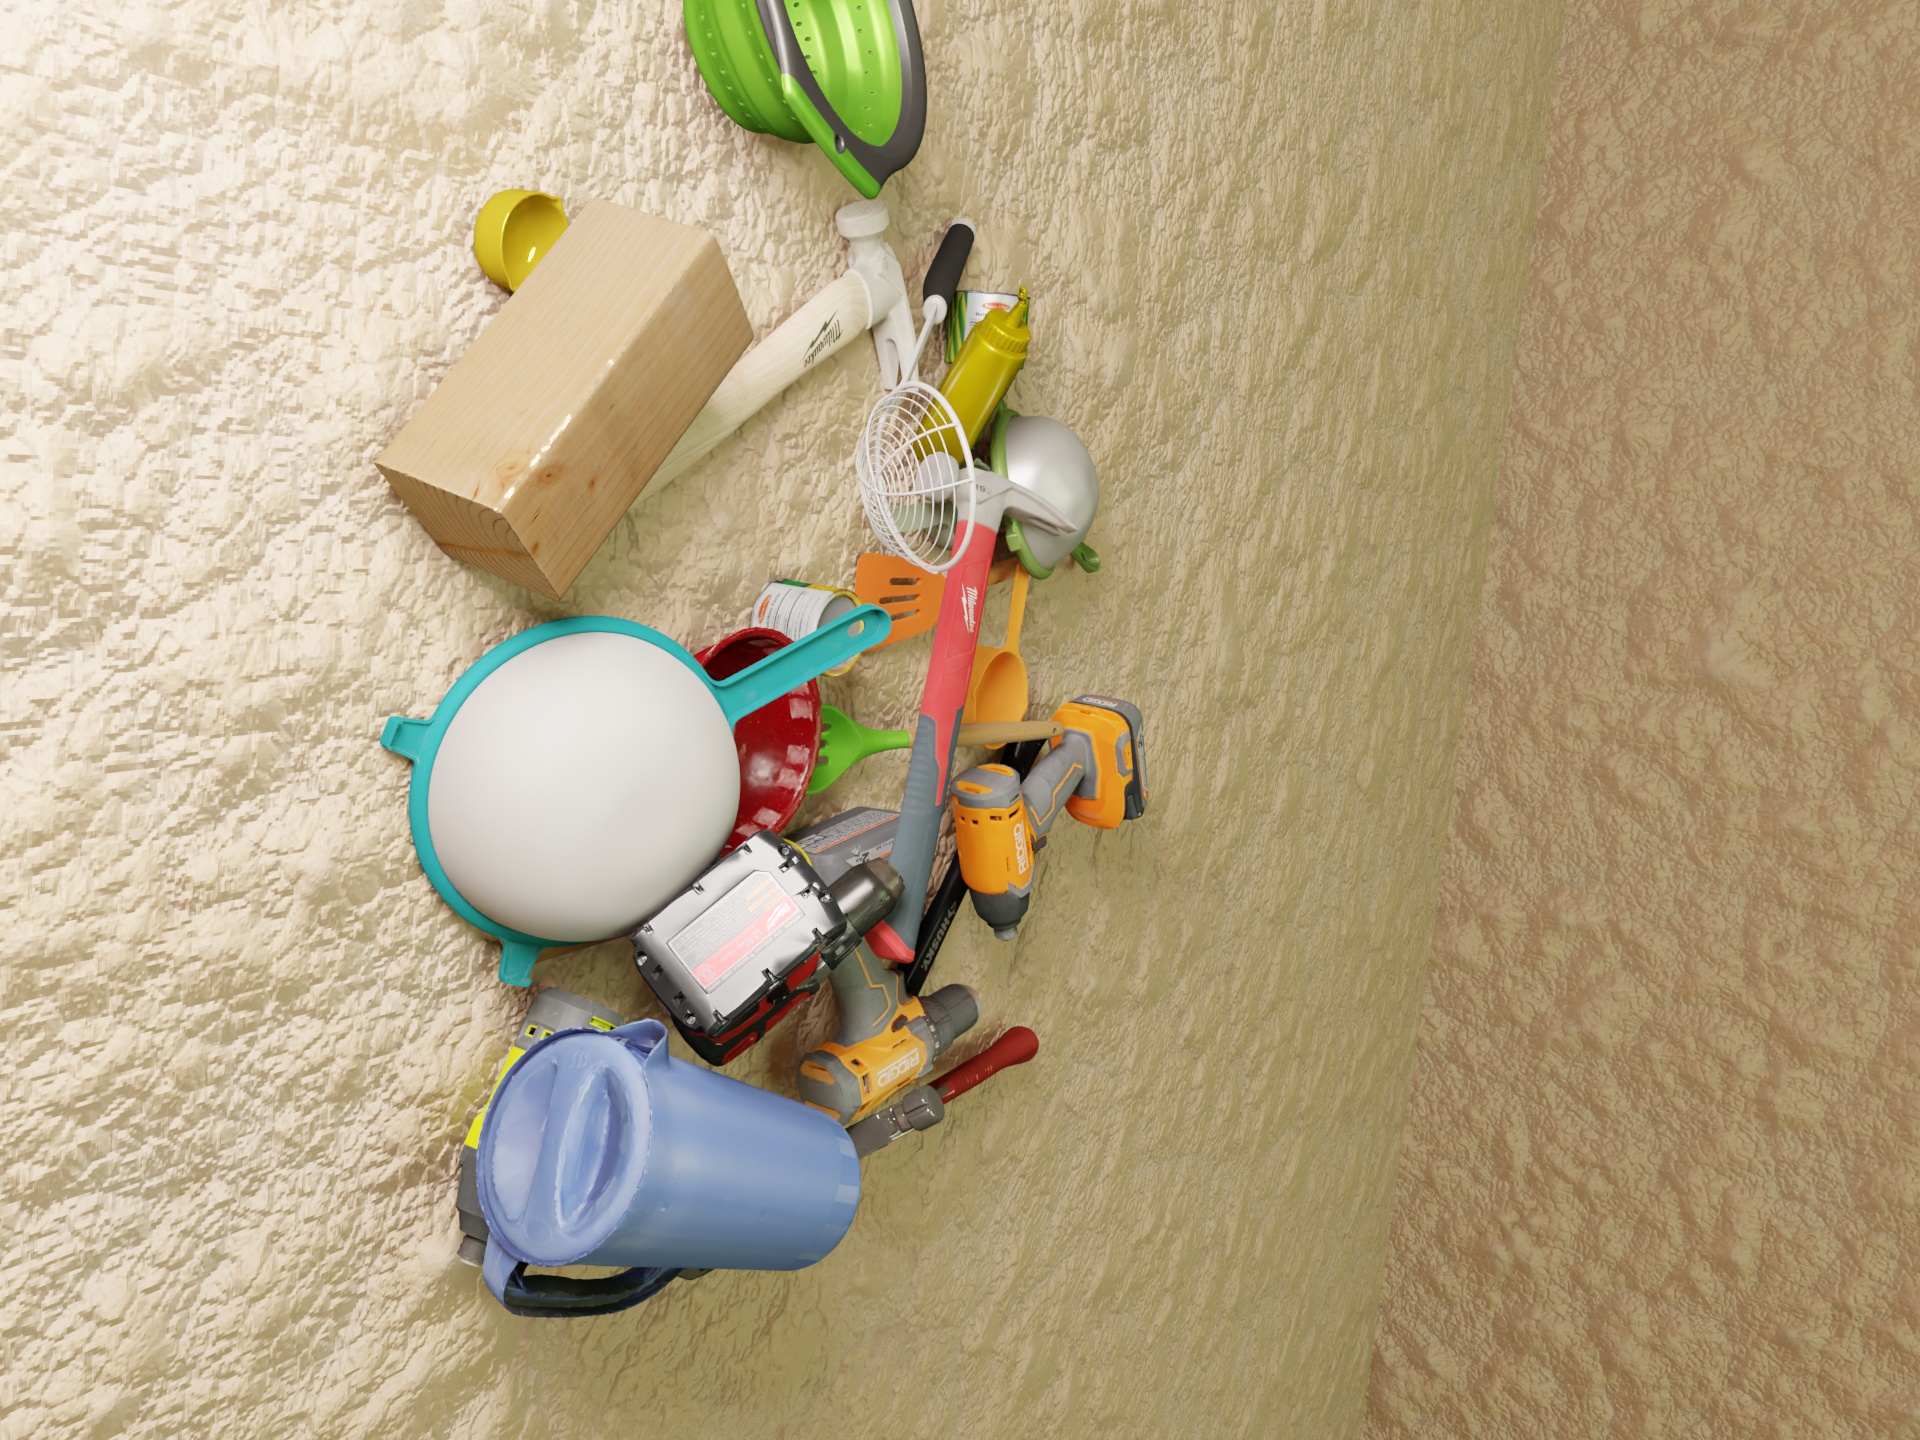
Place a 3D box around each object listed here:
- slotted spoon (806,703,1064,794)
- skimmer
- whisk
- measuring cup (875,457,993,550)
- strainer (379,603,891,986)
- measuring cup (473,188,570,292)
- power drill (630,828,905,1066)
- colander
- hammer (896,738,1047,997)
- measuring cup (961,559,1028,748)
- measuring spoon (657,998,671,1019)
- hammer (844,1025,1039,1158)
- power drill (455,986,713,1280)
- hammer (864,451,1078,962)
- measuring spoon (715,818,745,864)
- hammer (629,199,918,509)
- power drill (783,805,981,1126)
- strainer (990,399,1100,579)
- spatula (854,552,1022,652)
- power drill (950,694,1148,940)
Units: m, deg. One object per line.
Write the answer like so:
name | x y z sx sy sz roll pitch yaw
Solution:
slotted spoon | -0.027 0.016 1.292 0.313 0.031 0.070 -4 104 -43
skimmer | -0.004 -0.256 1.158 0.127 0.090 0.364 113 -6 -47
whisk | -0.197 0.123 1.085 0.245 0.051 0.047 -14 99 -45
measuring cup | -0.028 -0.169 1.286 0.167 0.038 0.083 -18 114 -53
strainer | -0.161 0.019 0.976 0.340 0.095 0.210 -31 122 -26
measuring cup | -0.237 -0.256 0.944 0.062 0.029 0.156 -67 159 -11
power drill | -0.117 0.142 1.045 0.188 0.080 0.226 -39 167 -12
colander | -0.104 -0.512 1.028 0.204 0.094 0.397 38 50 -55
hammer | 0.003 0.141 1.433 0.335 0.035 0.146 -62 144 -26
measuring cup | 0.022 -0.064 1.386 0.095 0.052 0.173 14 86 -58
measuring spoon | -0.180 0.173 1.163 0.124 0.018 0.034 -40 140 -44
hammer | -0.019 0.330 1.416 0.037 0.149 0.359 63 20 9
power drill | -0.234 0.293 1.067 0.223 0.080 0.171 42 63 -50
hammer | -0.002 -0.004 1.224 0.143 0.038 0.386 20 74 -33
measuring spoon | -0.174 0.125 1.169 0.042 0.021 0.128 -31 134 -42
hammer | -0.156 -0.204 1.072 0.411 0.038 0.146 -48 139 -39
power drill | -0.059 0.186 1.267 0.185 0.084 0.226 -22 110 -46
strainer | 0.102 -0.188 1.419 0.256 0.069 0.152 34 48 -62
spatula | 0.012 -0.125 1.379 0.322 0.041 0.081 -25 121 -57
power drill | 0.080 0.087 1.435 0.226 0.084 0.164 -34 126 -43
